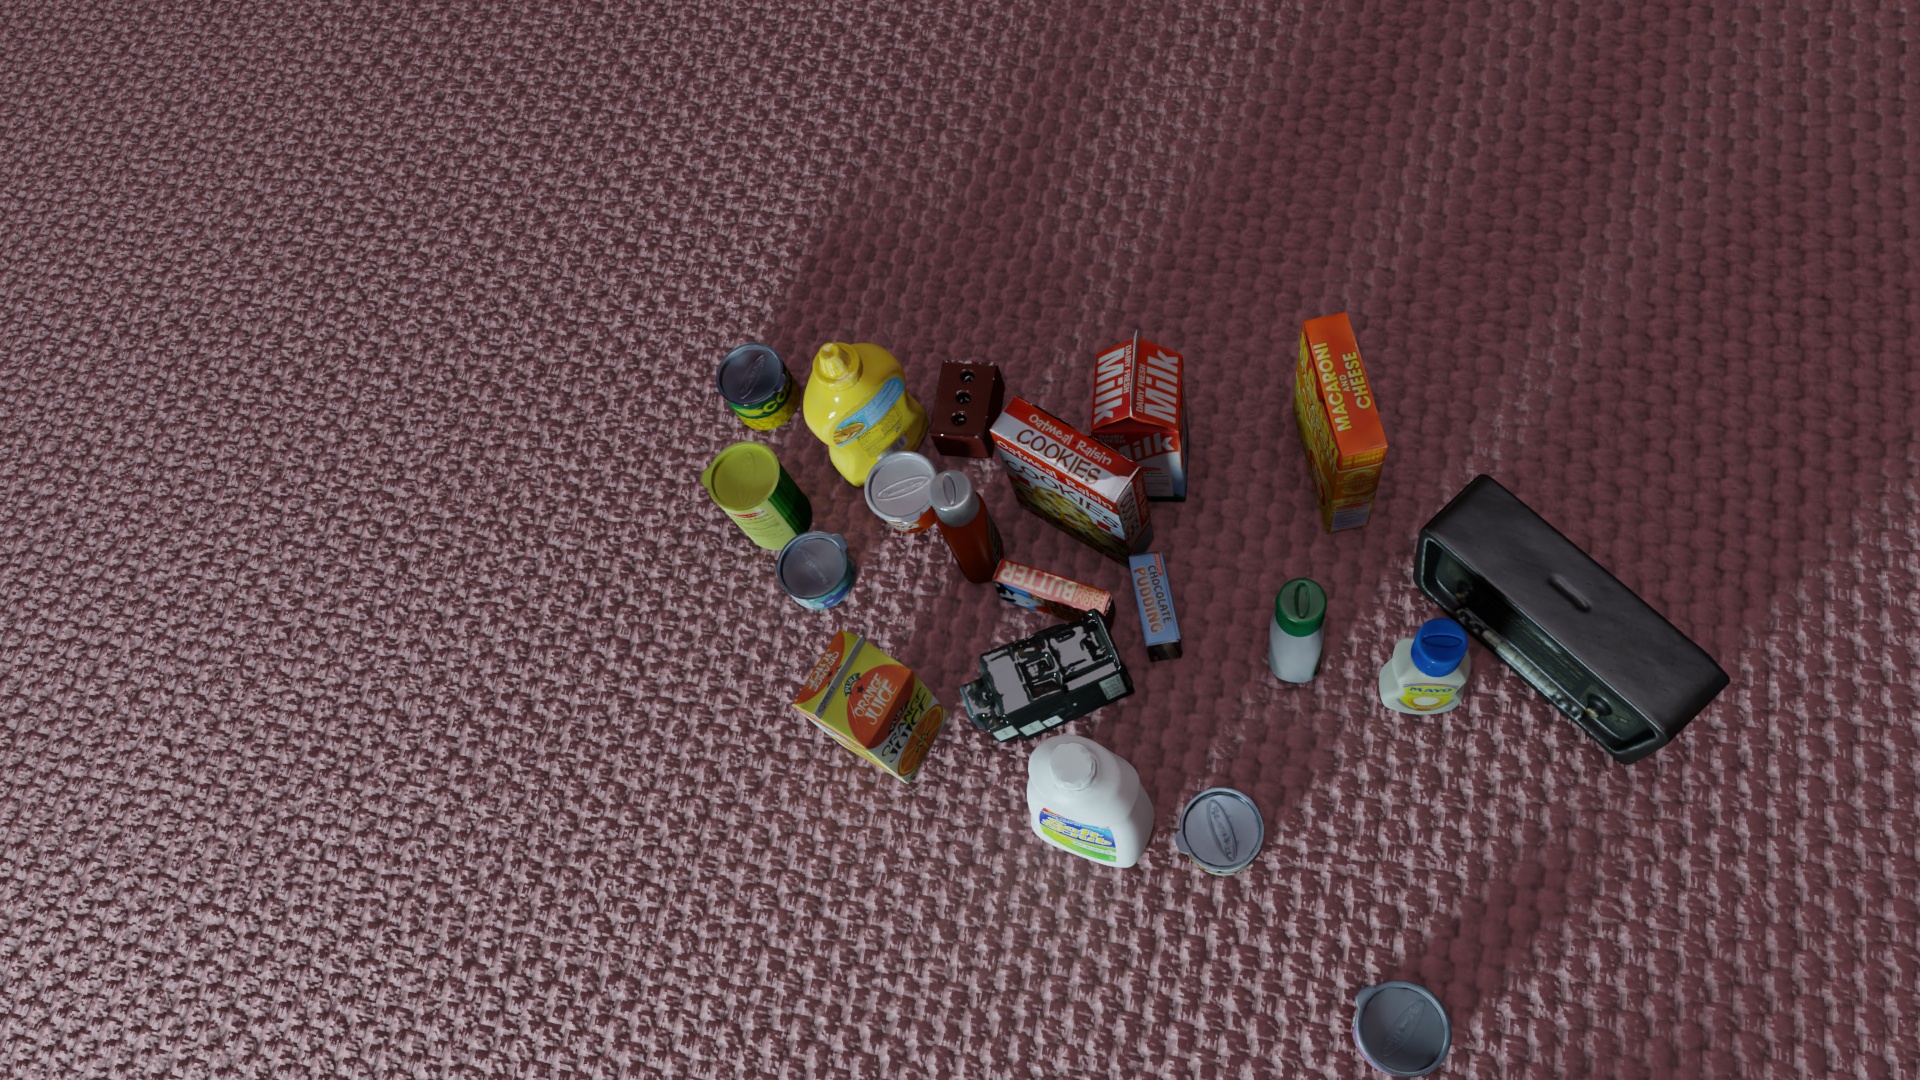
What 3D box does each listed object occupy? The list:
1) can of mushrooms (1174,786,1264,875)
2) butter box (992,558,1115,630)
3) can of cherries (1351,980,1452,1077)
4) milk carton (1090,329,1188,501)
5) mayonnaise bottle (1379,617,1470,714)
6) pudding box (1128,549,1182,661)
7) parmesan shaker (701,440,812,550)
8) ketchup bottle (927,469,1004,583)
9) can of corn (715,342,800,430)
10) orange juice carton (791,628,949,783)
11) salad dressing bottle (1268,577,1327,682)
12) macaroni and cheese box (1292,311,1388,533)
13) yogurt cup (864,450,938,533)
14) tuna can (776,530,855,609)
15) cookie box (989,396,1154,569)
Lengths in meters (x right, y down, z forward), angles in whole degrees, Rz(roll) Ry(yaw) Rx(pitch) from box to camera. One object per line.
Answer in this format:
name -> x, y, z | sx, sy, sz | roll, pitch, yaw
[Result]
can of mushrooms -> 0.206, 0.233, 1.109 | 0.071, 0.033, 0.071 | -4, 69, 10
butter box -> 0.082, 0.048, 1.195 | 0.103, 0.053, 0.024 | 17, 74, 17
can of cherries -> 0.322, 0.358, 1.024 | 0.071, 0.058, 0.072 | -4, 69, 10
milk carton -> 0.151, -0.100, 1.164 | 0.073, 0.190, 0.072 | 1, 70, 12
mayonnaise bottle -> 0.361, 0.098, 1.069 | 0.065, 0.147, 0.041 | 1, 70, 12
pudding box -> 0.166, 0.056, 1.177 | 0.030, 0.049, 0.084 | -12, 68, 7
parmesan shaker -> -0.182, -0.039, 1.254 | 0.071, 0.102, 0.071 | -4, 69, 10
ketchup bottle -> 0.004, -0.015, 1.183 | 0.043, 0.148, 0.065 | -13, 68, 7
can of corn -> -0.189, -0.145, 1.321 | 0.071, 0.058, 0.071 | -4, 69, 10
orange juice carton -> -0.073, 0.132, 1.117 | 0.073, 0.192, 0.072 | 27, 77, 19
salad dressing bottle -> 0.267, 0.070, 1.098 | 0.044, 0.147, 0.064 | 2, 70, 12
macaroni and cheese box -> 0.309, -0.092, 1.143 | 0.040, 0.166, 0.124 | -12, 68, 7
yogurt cup -> -0.048, -0.040, 1.254 | 0.072, 0.053, 0.072 | -4, 69, 10
tuna can -> -0.128, 0.026, 1.256 | 0.071, 0.032, 0.071 | -4, 69, 10
cookie box -> 0.097, -0.046, 1.166 | 0.123, 0.167, 0.040 | 31, 78, 20
